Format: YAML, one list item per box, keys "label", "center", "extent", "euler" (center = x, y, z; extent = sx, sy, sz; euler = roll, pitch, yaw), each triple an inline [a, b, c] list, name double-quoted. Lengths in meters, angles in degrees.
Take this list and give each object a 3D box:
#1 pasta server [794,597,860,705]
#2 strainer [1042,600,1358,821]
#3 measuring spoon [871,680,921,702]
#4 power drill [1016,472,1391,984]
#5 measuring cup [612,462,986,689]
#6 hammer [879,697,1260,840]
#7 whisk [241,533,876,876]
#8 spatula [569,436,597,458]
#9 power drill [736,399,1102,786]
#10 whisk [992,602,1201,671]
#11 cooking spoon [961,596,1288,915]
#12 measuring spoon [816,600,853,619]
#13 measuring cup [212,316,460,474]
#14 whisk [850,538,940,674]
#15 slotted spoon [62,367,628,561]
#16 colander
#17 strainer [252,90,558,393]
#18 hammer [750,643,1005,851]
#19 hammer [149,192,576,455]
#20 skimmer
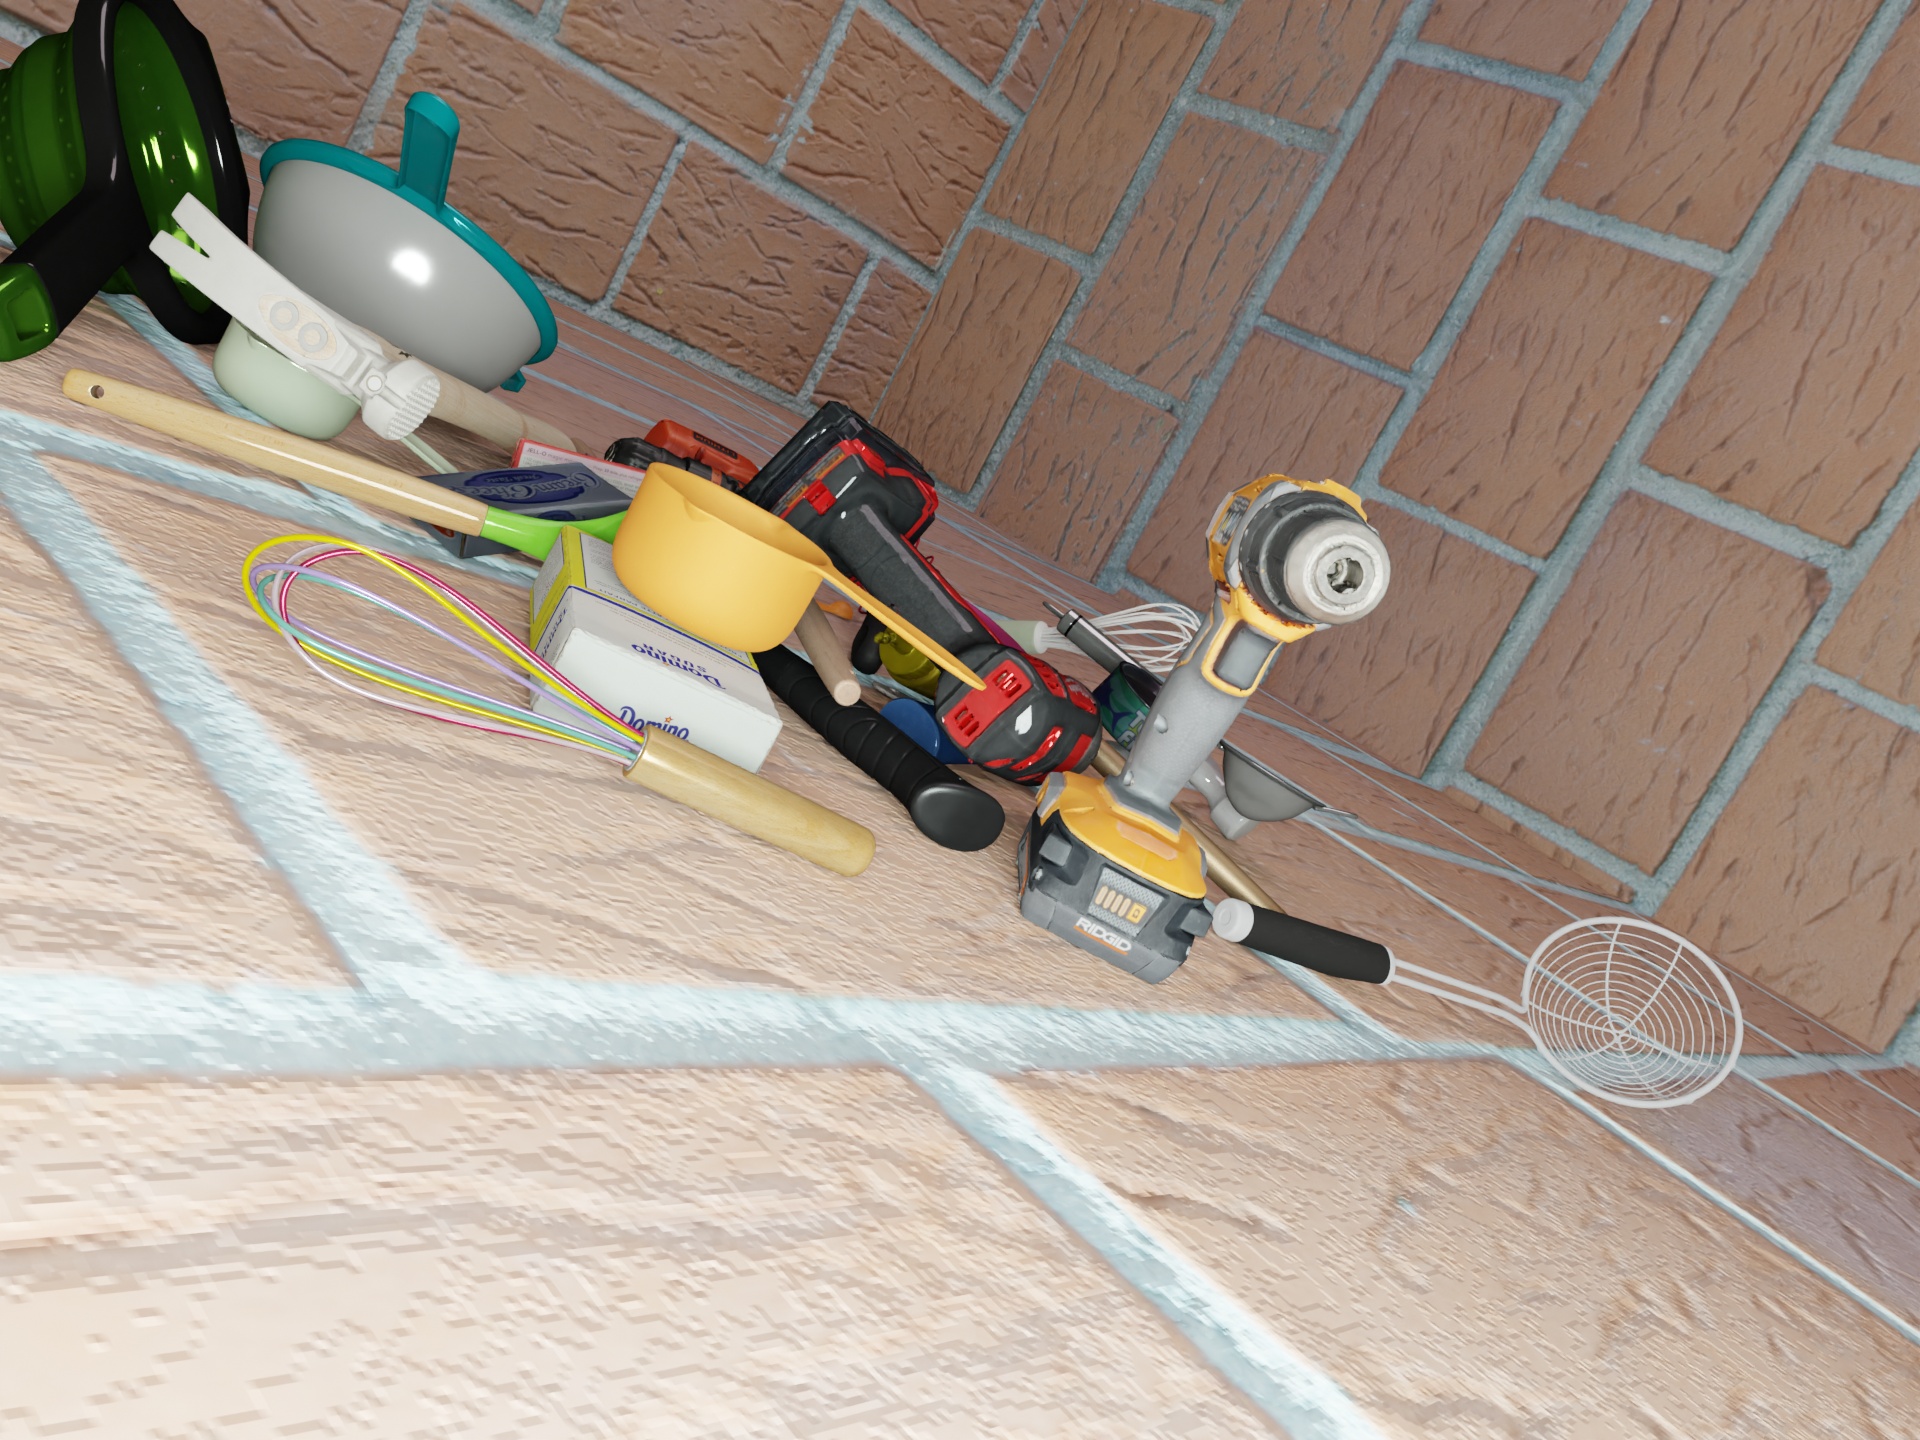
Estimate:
- label: "pasta server"
  center: [-0.086, -0.073, 0.876]
  extent: [0.060, 0.040, 0.316]
  euler: [40, 7, -24]
- label: "strainer"
  center: [0.154, 0.001, 1.088]
  extent: [0.258, 0.050, 0.087]
  euler: [40, 6, 10]
- label: "measuring spoon"
  center: [-0.002, -0.003, 1.007]
  extent: [0.124, 0.018, 0.034]
  euler: [26, 10, -26]
- label: "power drill"
  center: [0.109, -0.002, 0.694]
  extent: [0.084, 0.226, 0.185]
  euler: [28, 10, -4]
- label: "measuring cup"
  center: [-0.071, -0.044, 0.676]
  extent: [0.174, 0.052, 0.095]
  euler: [35, 12, 11]
- label: "hammer"
  center: [0.071, 0.014, 1.012]
  extent: [0.144, 0.035, 0.405]
  euler: [52, 21, 23]
- label: "whisk"
  center: [-0.133, 0.000, 0.565]
  extent: [0.244, 0.047, 0.051]
  euler: [28, 8, -24]
- label: "spatula"
  center: [-0.265, -0.178, 1.147]
  extent: [0.059, 0.018, 0.316]
  euler: [67, -10, -23]
- label: "power drill"
  center: [-0.009, -0.056, 0.835]
  extent: [0.220, 0.078, 0.143]
  euler: [51, 12, 21]
- label: "whisk"
  center: [0.068, -0.062, 1.189]
  extent: [0.246, 0.058, 0.059]
  euler: [3, -30, 29]
- label: "cooking spoon"
  center: [0.080, 0.019, 0.930]
  extent: [0.319, 0.017, 0.068]
  euler: [44, 20, 11]
- label: "measuring spoon"
  center: [-0.123, -0.096, 1.173]
  extent: [0.116, 0.011, 0.021]
  euler: [19, 13, -43]
- label: "measuring cup"
  center: [-0.326, -0.155, 0.847]
  extent: [0.167, 0.038, 0.083]
  euler: [37, 8, 9]
- label: "whisk"
  center: [-0.055, -0.084, 1.151]
  extent: [0.073, 0.073, 0.296]
  euler: [27, 16, -7]
- label: "slotted spoon"
  center: [-0.248, -0.104, 0.746]
  extent: [0.313, 0.070, 0.031]
  euler: [18, 2, -21]
- label: "colander"
  center: [-0.477, -0.271, 0.840]
  extent: [0.094, 0.204, 0.398]
  euler: [-7, 34, -6]
- label: "strainer"
  center: [-0.354, -0.275, 0.979]
  extent: [0.211, 0.095, 0.340]
  euler: [31, -16, -17]
- label: "hammer"
  center: [-0.092, -0.027, 0.838]
  extent: [0.146, 0.035, 0.335]
  euler: [16, 16, -49]
- label: "hammer"
  center: [-0.309, -0.195, 0.928]
  extent: [0.146, 0.038, 0.410]
  euler: [38, 2, -1]
- label: "skimmer"
  center: [0.305, 0.141, 0.915]
  extent: [0.363, 0.090, 0.127]
  euler: [20, 48, -30]
